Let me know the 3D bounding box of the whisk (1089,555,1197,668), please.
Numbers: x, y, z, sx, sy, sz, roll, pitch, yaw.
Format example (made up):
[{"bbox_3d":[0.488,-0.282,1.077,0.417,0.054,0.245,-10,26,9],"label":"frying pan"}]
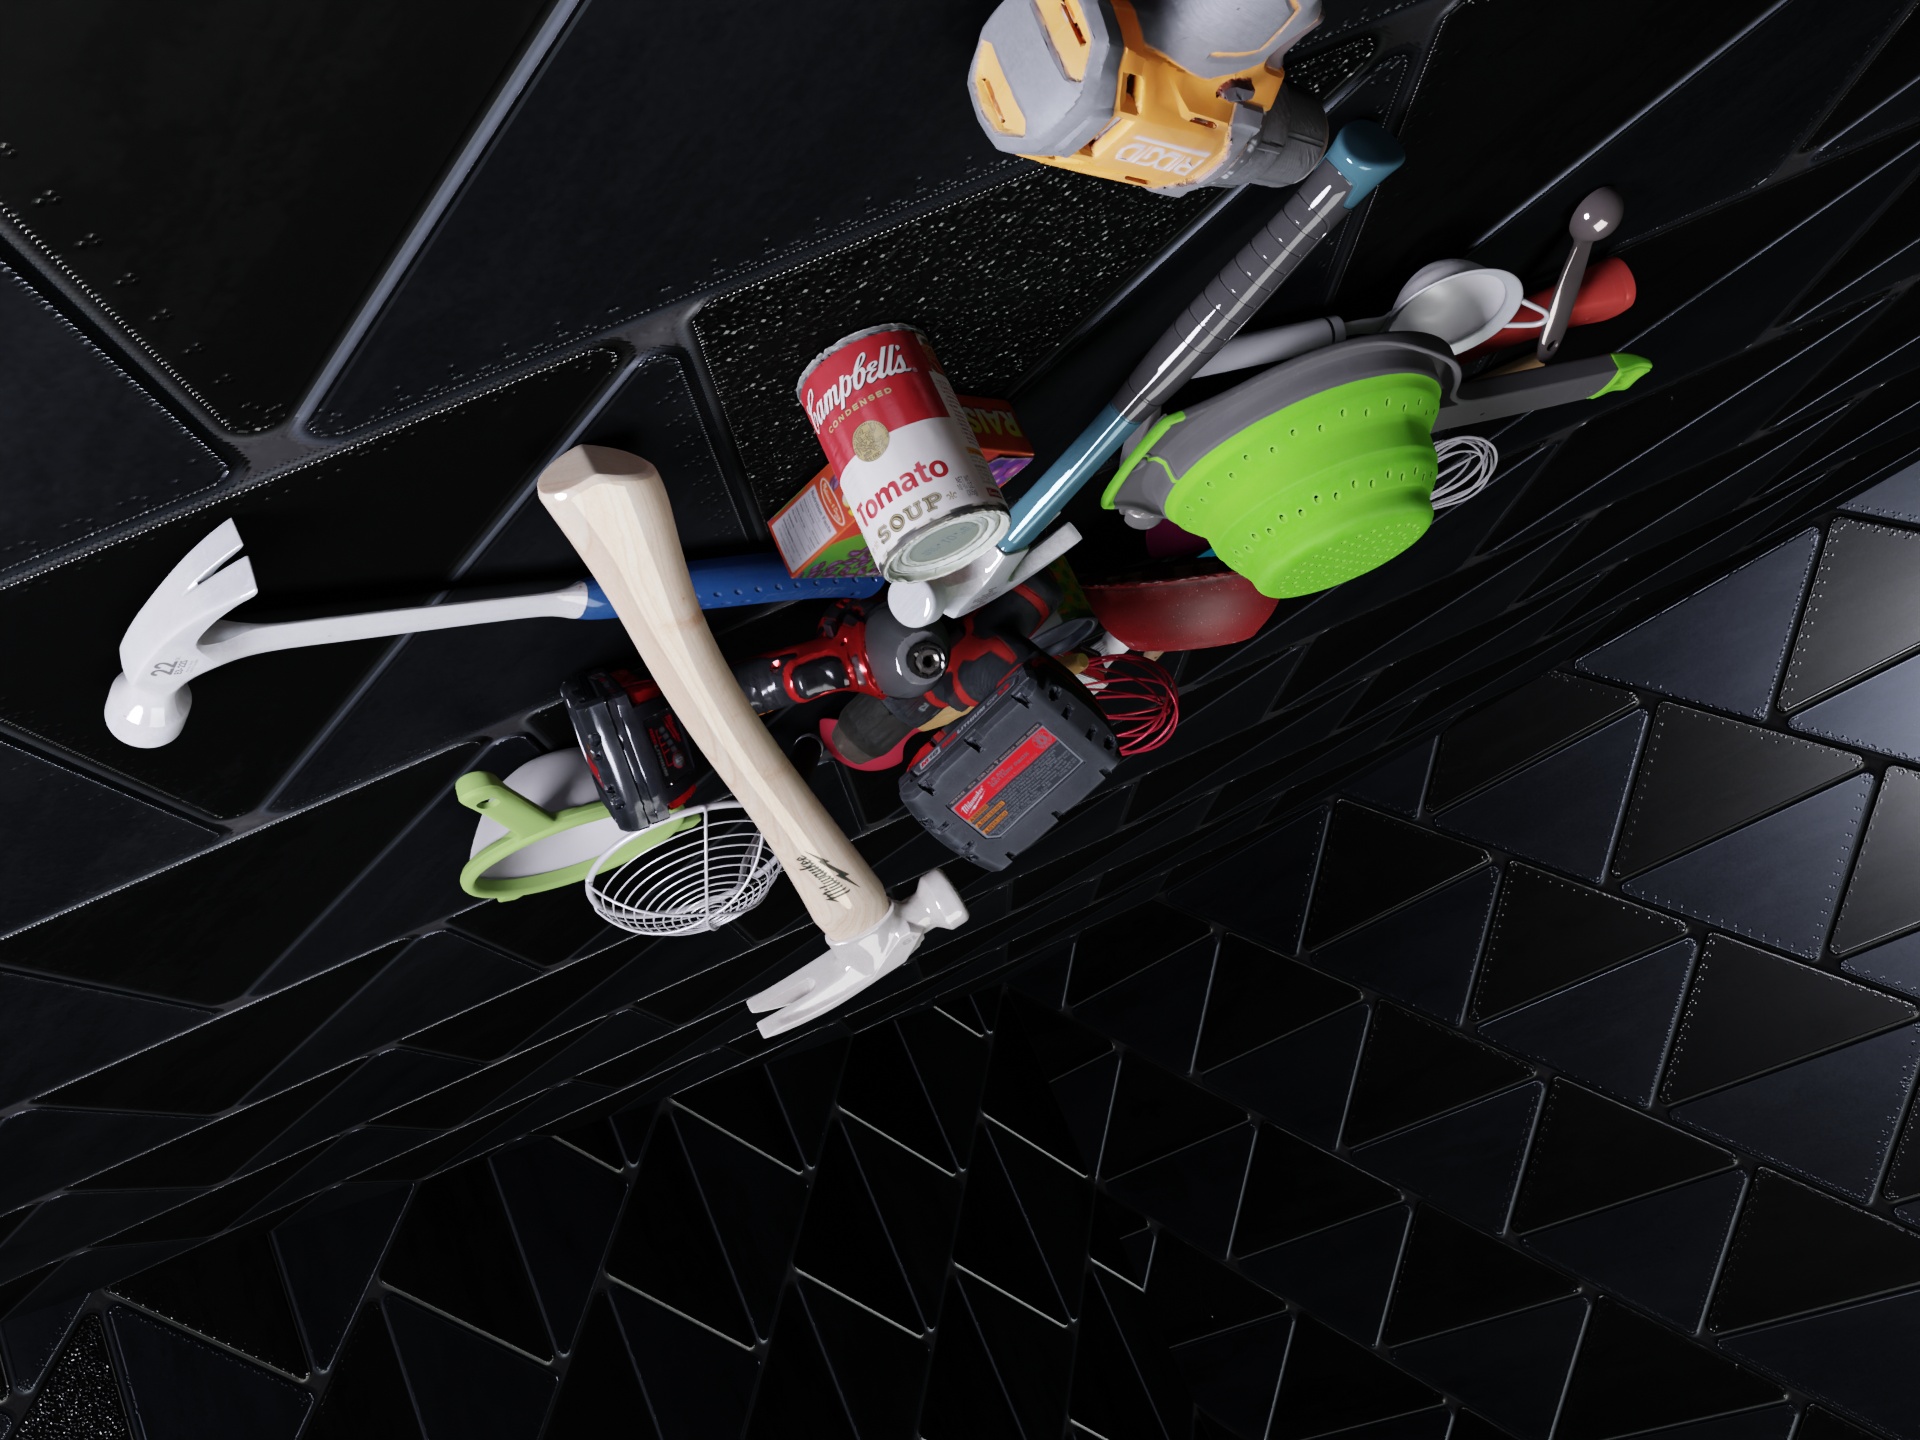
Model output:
[{"bbox_3d":[0.111,-0.048,1.330,0.070,0.070,0.284,-7,153,-49],"label":"whisk"}]

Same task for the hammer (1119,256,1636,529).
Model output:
[{"bbox_3d":[0.268,-0.223,1.009,0.359,0.037,0.149,-23,165,-7],"label":"hammer"}]

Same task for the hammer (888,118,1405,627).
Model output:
[{"bbox_3d":[0.095,-0.169,0.816,0.331,0.033,0.128,-45,170,30],"label":"hammer"}]

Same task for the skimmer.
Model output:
[{"bbox_3d":[-0.149,0.049,1.076,0.127,0.090,0.363,-33,-168,13],"label":"skimmer"}]

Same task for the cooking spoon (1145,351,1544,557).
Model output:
[{"bbox_3d":[0.278,-0.195,1.151,0.319,0.017,0.068,-25,149,-2],"label":"cooking spoon"}]

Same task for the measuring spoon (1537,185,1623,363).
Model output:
[{"bbox_3d":[0.380,-0.268,0.978,0.034,0.018,0.124,-21,142,-18],"label":"measuring spoon"}]

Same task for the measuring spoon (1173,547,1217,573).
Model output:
[{"bbox_3d":[0.173,-0.117,1.238,0.128,0.021,0.042,-31,123,18],"label":"measuring spoon"}]

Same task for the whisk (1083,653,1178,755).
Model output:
[{"bbox_3d":[0.038,-0.009,1.143,0.073,0.073,0.296,-11,-172,-43],"label":"whisk"}]

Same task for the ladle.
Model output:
[{"bbox_3d":[-0.011,-0.005,1.135,0.069,0.031,0.315,33,151,-25],"label":"ladle"}]

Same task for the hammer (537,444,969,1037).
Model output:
[{"bbox_3d":[-0.120,0.025,0.843,0.146,0.038,0.410,-32,136,-6],"label":"hammer"}]

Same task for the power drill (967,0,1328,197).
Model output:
[{"bbox_3d":[0.136,-0.267,0.558,0.185,0.084,0.226,-9,163,-48],"label":"power drill"}]

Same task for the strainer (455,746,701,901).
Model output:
[{"bbox_3d":[-0.268,0.046,1.004,0.151,0.069,0.256,-22,165,-1],"label":"strainer"}]

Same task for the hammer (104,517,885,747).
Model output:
[{"bbox_3d":[-0.201,-0.062,0.804,0.405,0.035,0.144,-12,161,-41],"label":"hammer"}]

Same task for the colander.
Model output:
[{"bbox_3d":[0.285,-0.155,0.976,0.397,0.094,0.204,-15,165,-22],"label":"colander"}]

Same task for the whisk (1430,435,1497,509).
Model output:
[{"bbox_3d":[0.327,-0.163,1.309,0.246,0.058,0.059,-31,130,31],"label":"whisk"}]

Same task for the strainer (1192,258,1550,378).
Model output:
[{"bbox_3d":[0.219,-0.226,0.911,0.258,0.050,0.086,-15,159,-16],"label":"strainer"}]

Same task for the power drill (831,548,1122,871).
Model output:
[{"bbox_3d":[-0.002,-0.003,0.994,0.188,0.227,0.080,-43,117,14],"label":"power drill"}]

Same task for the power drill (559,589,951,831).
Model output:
[{"bbox_3d":[-0.113,-0.017,0.933,0.219,0.078,0.143,-21,-164,-16],"label":"power drill"}]

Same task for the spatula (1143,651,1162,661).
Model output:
[{"bbox_3d":[0.207,-0.117,1.310,0.059,0.018,0.315,-14,162,-18],"label":"spatula"}]
